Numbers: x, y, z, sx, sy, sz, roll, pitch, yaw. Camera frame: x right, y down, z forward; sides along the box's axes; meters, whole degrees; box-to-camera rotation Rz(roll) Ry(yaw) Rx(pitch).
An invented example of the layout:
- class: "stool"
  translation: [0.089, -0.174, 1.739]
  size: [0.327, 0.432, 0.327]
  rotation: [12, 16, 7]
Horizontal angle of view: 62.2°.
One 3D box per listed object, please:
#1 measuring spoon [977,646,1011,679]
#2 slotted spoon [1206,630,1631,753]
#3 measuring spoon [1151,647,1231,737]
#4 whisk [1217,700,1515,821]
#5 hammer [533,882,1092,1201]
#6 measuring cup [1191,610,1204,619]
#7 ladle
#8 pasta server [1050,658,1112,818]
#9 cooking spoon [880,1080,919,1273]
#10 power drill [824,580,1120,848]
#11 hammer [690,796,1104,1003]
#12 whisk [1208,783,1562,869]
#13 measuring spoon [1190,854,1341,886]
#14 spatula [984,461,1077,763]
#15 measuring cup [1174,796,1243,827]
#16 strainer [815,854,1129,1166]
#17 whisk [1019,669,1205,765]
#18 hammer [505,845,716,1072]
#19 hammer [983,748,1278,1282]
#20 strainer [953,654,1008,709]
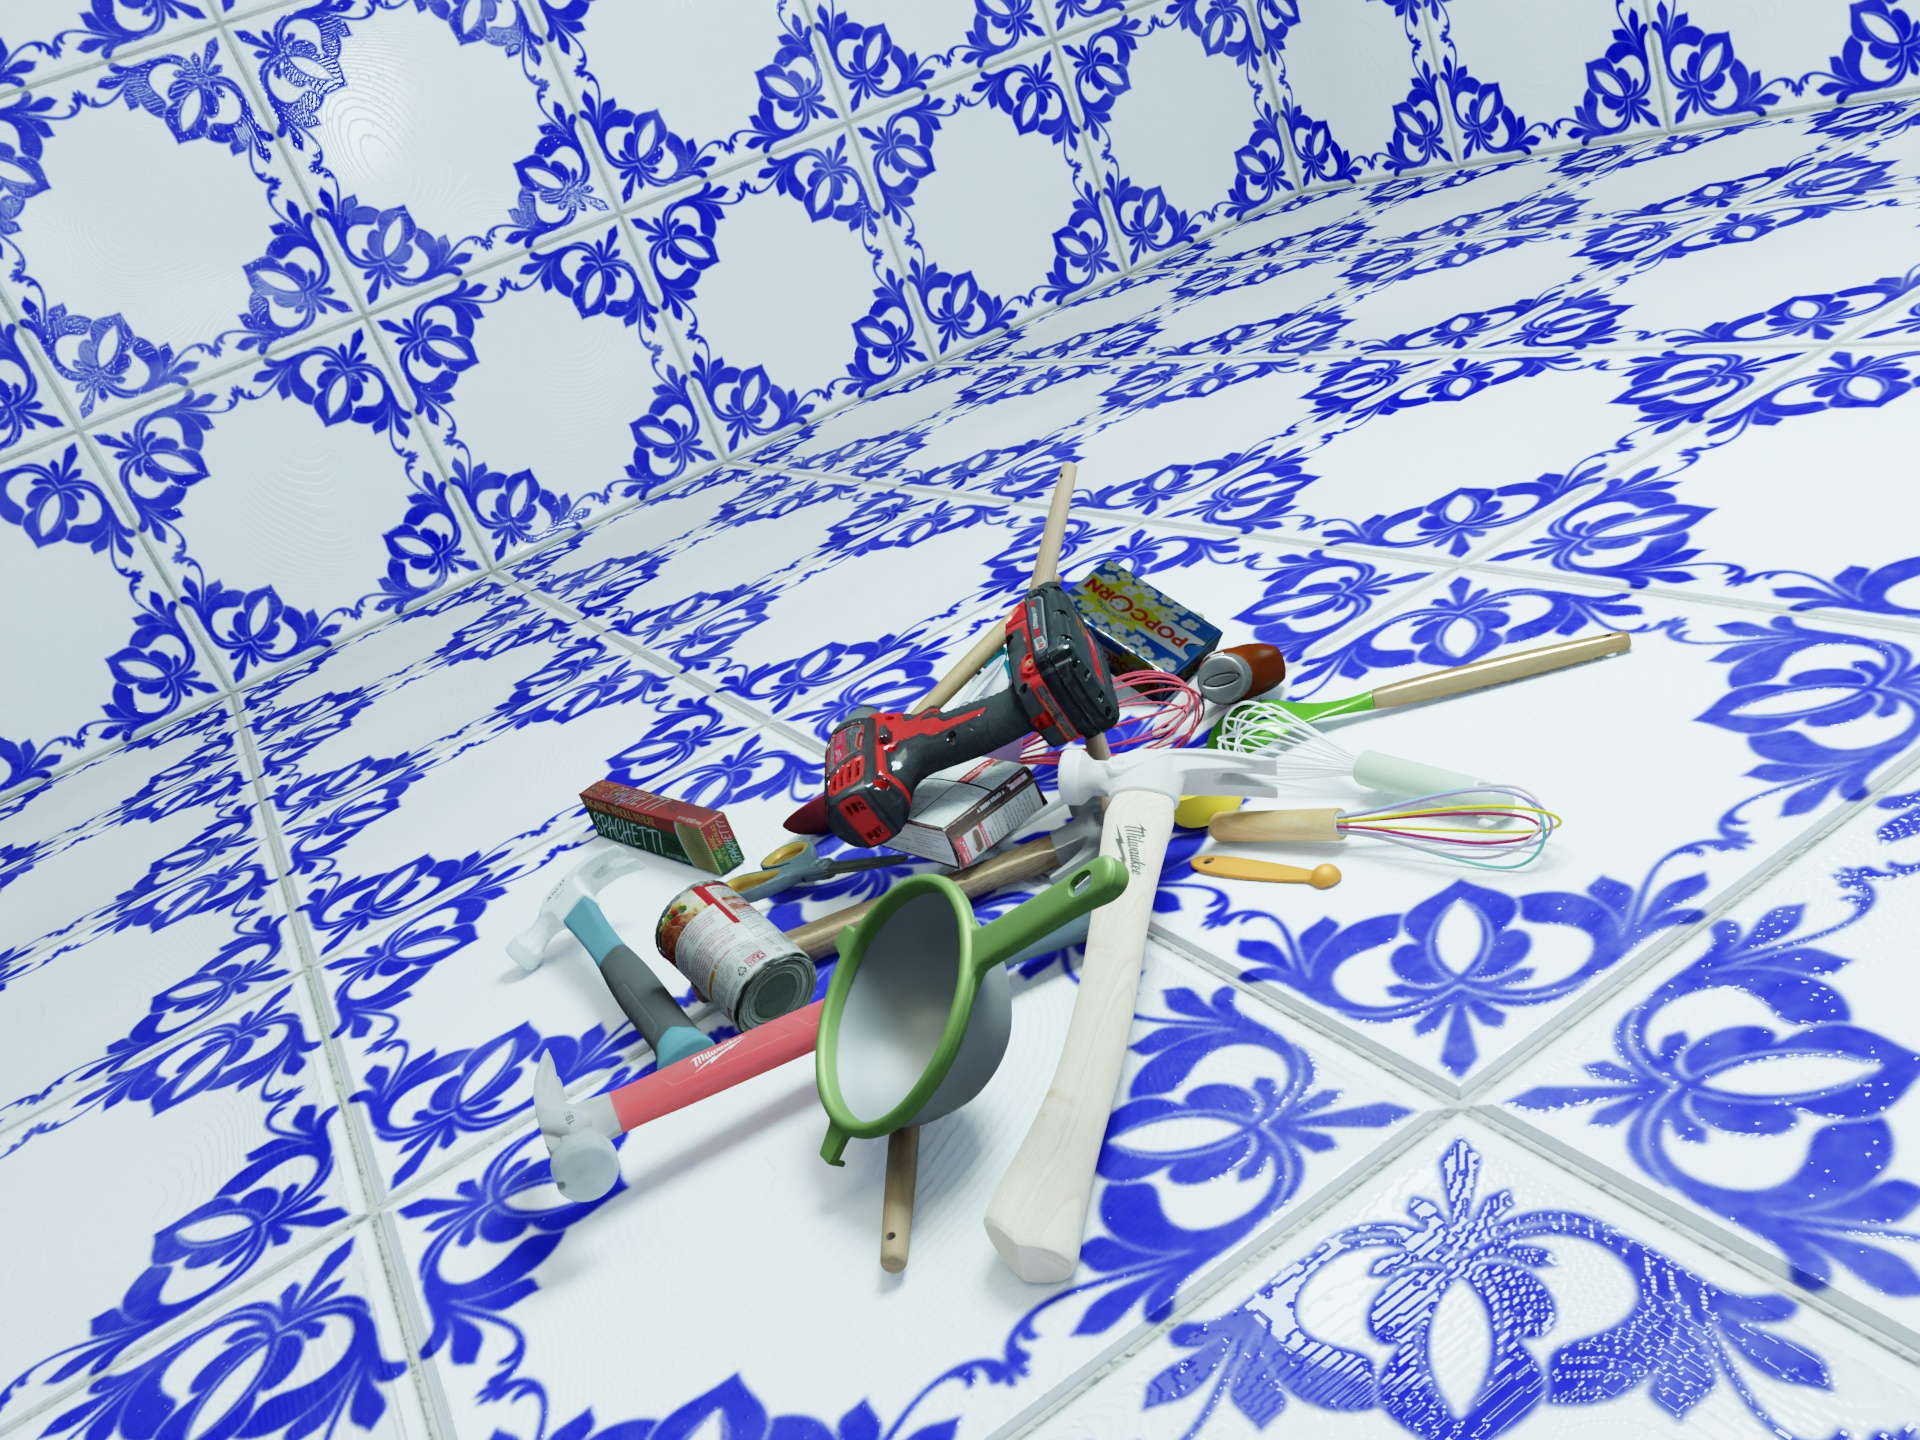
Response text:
- class: "measuring spoon"
  translation: [0.049, -0.042, 1.515]
  size: [0.042, 0.021, 0.129]
  rotation: [-30, 32, -19]
- class: "slotted spoon"
  translation: [0.332, -0.023, 1.180]
  size: [0.314, 0.031, 0.070]
  rotation: [-14, 22, 15]
- class: "measuring spoon"
  translation: [0.196, -0.019, 1.323]
  size: [0.034, 0.018, 0.124]
  rotation: [7, 42, 44]
- class: "whisk"
  translation: [0.269, 0.031, 1.085]
  size: [0.058, 0.059, 0.246]
  rotation: [-17, 21, -33]
- class: "hammer"
  translation: [-0.077, 0.180, 1.007]
  size: [0.386, 0.038, 0.143]
  rotation: [-21, 20, -15]
- class: "measuring cup"
  translation: [0.149, -0.075, 1.447]
  size: [0.167, 0.083, 0.038]
  rotation: [-8, 43, -12]
- class: "ladle"
  translation: [-0.028, -0.010, 1.339]
  size: [0.315, 0.031, 0.069]
  rotation: [-45, -12, 2]
- class: "pasta server"
  translation: [0.094, 0.019, 1.165]
  size: [0.060, 0.040, 0.317]
  rotation: [-56, 25, 29]
- class: "cooking spoon"
  translation: [-0.031, 0.217, 0.955]
  size: [0.069, 0.017, 0.319]
  rotation: [-19, 20, 8]
- class: "power drill"
  translation: [-0.002, -0.004, 1.160]
  size: [0.219, 0.078, 0.143]
  rotation: [-29, 29, 14]
- class: "hammer"
  translation: [-0.038, 0.135, 1.145]
  size: [0.331, 0.031, 0.130]
  rotation: [-21, 21, 3]
- class: "whisk"
  translation: [0.264, 0.068, 1.017]
  size: [0.245, 0.051, 0.047]
  rotation: [-5, 5, 45]
- class: "measuring spoon"
  translation: [0.197, 0.095, 1.042]
  size: [0.117, 0.011, 0.021]
  rotation: [2, 32, 47]
- class: "spatula"
  translation: [0.051, -0.057, 1.258]
  size: [0.060, 0.018, 0.316]
  rotation: [-2, 71, 56]
- class: "measuring cup"
  translation: [0.150, 0.058, 1.174]
  size: [0.062, 0.029, 0.156]
  rotation: [-33, 12, -27]
- class: "strainer"
  translation: [0.017, 0.142, 0.866]
  size: [0.256, 0.069, 0.152]
  rotation: [-37, 38, 39]
- class: "whisk"
  translation: [0.058, 0.024, 1.287]
  size: [0.296, 0.073, 0.073]
  rotation: [-18, 21, 23]
- class: "hammer"
  translation: [-0.255, 0.186, 1.189]
  size: [0.128, 0.033, 0.331]
  rotation: [-52, 32, -6]
- class: "hammer"
  translation: [0.096, 0.146, 0.925]
  size: [0.146, 0.038, 0.411]
  rotation: [0, 35, 16]
- class: "strainer"
  translation: [0.009, -0.006, 1.364]
  size: [0.087, 0.050, 0.258]
  rotation: [-50, 0, 15]
